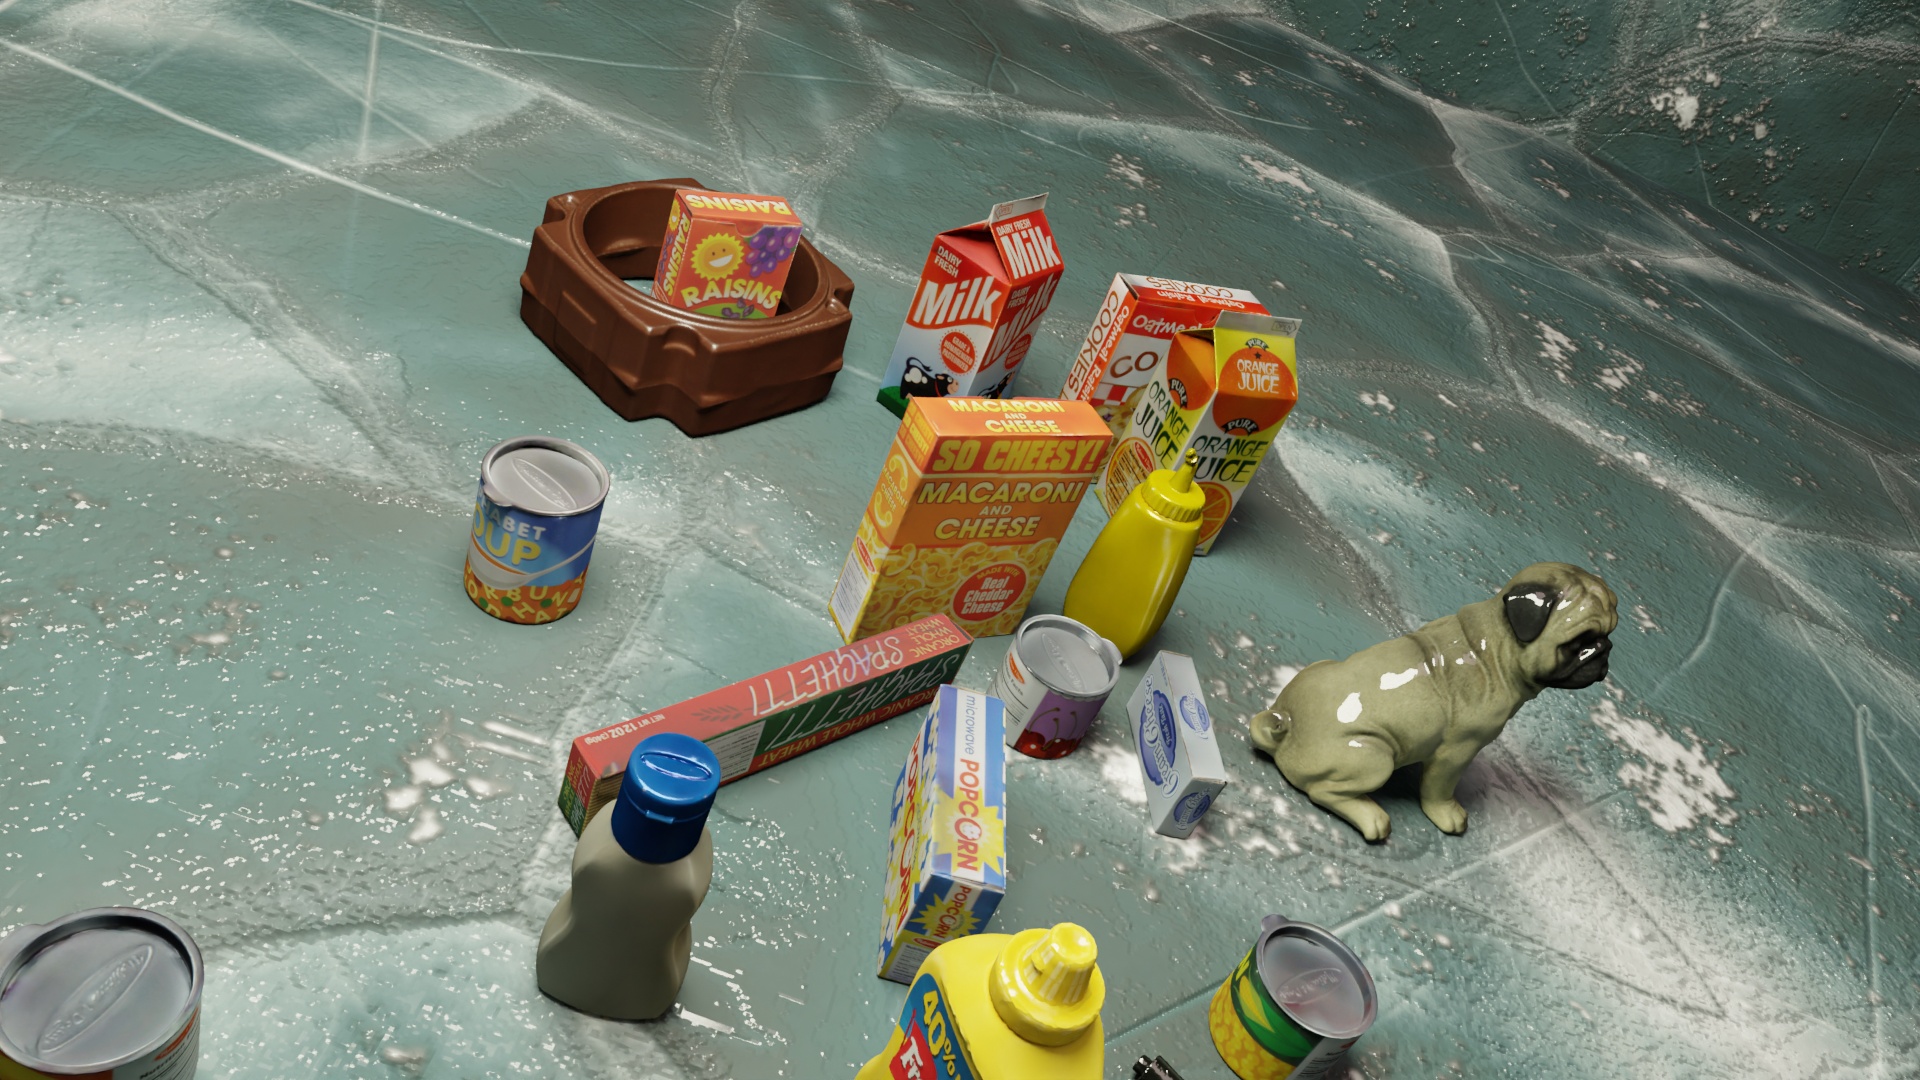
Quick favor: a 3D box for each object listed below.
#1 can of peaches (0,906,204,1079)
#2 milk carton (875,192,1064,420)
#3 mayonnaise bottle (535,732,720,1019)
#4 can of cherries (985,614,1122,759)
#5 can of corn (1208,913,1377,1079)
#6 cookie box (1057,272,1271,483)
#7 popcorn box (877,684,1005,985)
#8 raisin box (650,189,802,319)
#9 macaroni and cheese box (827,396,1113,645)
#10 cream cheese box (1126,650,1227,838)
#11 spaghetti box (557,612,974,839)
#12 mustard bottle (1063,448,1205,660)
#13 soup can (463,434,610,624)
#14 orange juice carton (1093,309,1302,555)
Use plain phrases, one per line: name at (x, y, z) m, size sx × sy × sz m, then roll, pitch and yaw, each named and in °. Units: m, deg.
can of peaches at (-0.315, 0.176, 0.504) m, size 0.071 × 0.057 × 0.071 m, roll 16°, pitch 36°, yaw -12°
milk carton at (0.012, -0.167, 1.019) m, size 0.073 × 0.189 × 0.073 m, roll 38°, pitch 38°, yaw 19°
mayonnaise bottle at (-0.133, 0.141, 0.577) m, size 0.065 × 0.147 × 0.041 m, roll 18°, pitch 36°, yaw -9°
can of cherries at (0.056, 0.088, 0.831) m, size 0.071 × 0.058 × 0.072 m, roll 16°, pitch 36°, yaw -12°
can of corn at (0.166, 0.235, 0.705) m, size 0.071 × 0.058 × 0.071 m, roll 16°, pitch 36°, yaw -12°
cookie box at (0.143, -0.116, 1.049) m, size 0.123 × 0.166 × 0.040 m, roll 2°, pitch 41°, yaw -29°
popcorn box at (-0.008, 0.146, 0.696) m, size 0.038 × 0.084 × 0.127 m, roll 17°, pitch 36°, yaw -11°
raisin box at (-0.172, -0.186, 0.995) m, size 0.086 × 0.122 × 0.040 m, roll -4°, pitch 44°, yaw -34°
macaroni and cheese box at (0.003, -0.010, 0.834) m, size 0.124 × 0.165 × 0.040 m, roll -2°, pitch 43°, yaw -32°
cream cheese box at (0.128, 0.121, 0.834) m, size 0.024 × 0.053 × 0.104 m, roll 13°, pitch 37°, yaw -16°
spaghetti box at (-0.095, 0.093, 0.744) m, size 0.251 × 0.050 × 0.029 m, roll -17°, pitch 52°, yaw -43°
mustard bottle at (0.119, 0.005, 0.887) m, size 0.065 × 0.159 × 0.049 m, roll 36°, pitch 37°, yaw 15°
soup can at (-0.235, -0.005, 0.760) m, size 0.071 × 0.083 × 0.072 m, roll 16°, pitch 36°, yaw -12°
orange juice carton at (0.175, -0.083, 1.003) m, size 0.072 × 0.191 × 0.073 m, roll 4°, pitch 40°, yaw -27°
